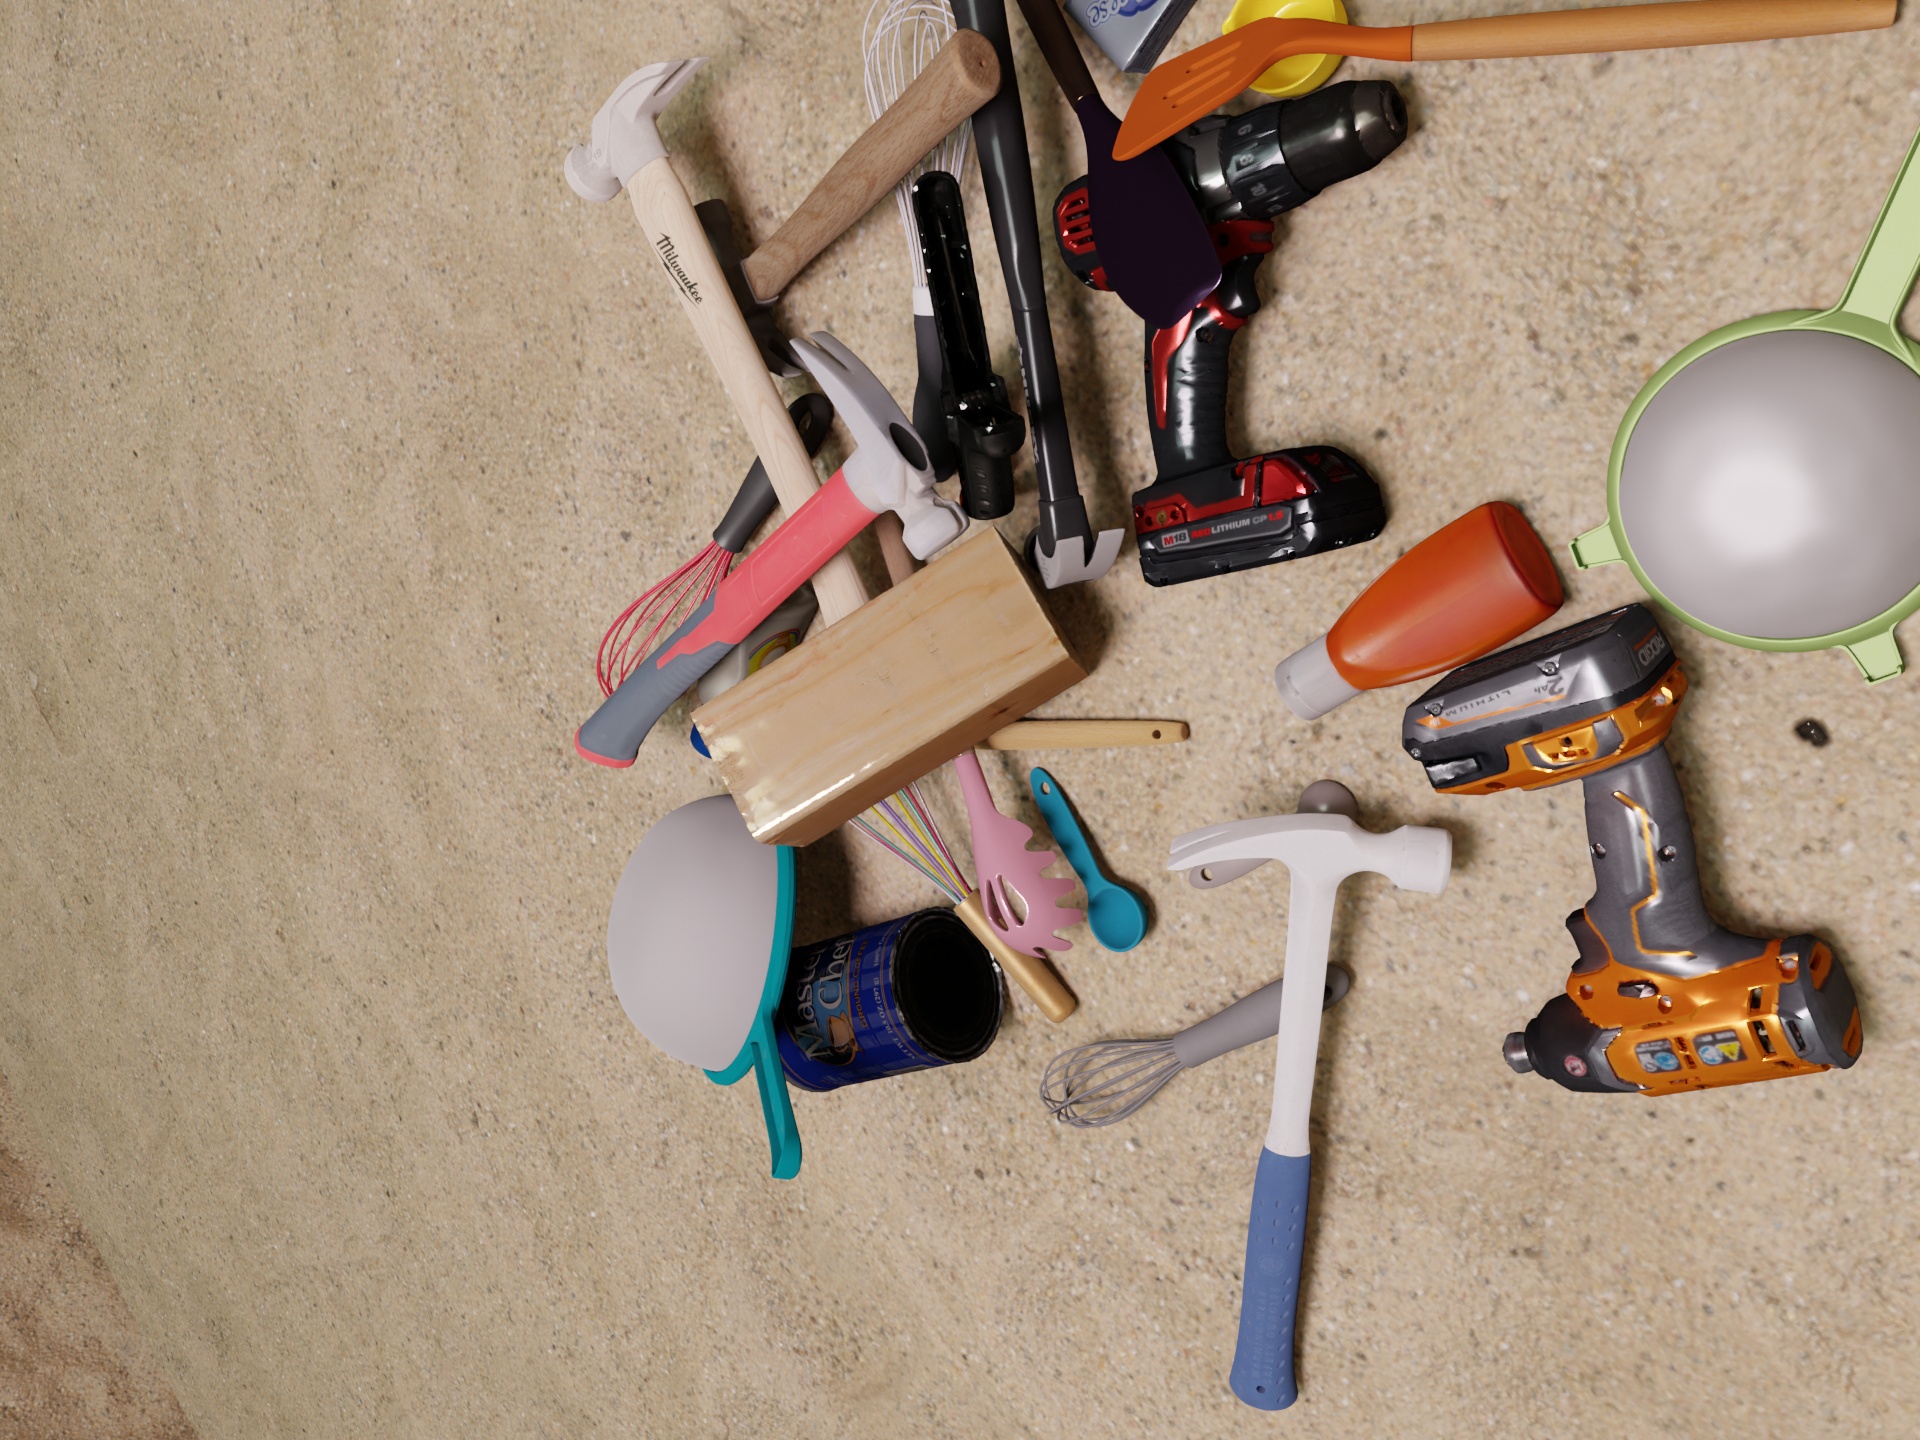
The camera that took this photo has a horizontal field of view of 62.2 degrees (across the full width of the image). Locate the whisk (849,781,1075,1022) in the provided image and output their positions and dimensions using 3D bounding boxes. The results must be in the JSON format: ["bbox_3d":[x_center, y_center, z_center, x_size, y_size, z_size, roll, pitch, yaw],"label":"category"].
[{"bbox_3d":[-0.011,0.098,1.025,0.245,0.051,0.047,49,125,1],"label":"whisk"}]

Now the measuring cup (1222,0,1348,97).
[{"bbox_3d":[0.170,-0.379,0.761,0.062,0.029,0.156,20,105,32],"label":"measuring cup"}]

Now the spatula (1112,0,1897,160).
[{"bbox_3d":[0.224,-0.291,0.698,0.323,0.081,0.041,5,142,21],"label":"spatula"}]

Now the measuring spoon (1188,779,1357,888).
[{"bbox_3d":[0.172,0.071,0.906,0.124,0.018,0.034,-36,81,41],"label":"measuring spoon"}]

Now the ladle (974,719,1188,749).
[{"bbox_3d":[0.004,0.009,1.015,0.315,0.031,0.069,-1,101,37],"label":"ladle"}]

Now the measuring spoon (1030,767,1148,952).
[{"bbox_3d":[0.081,0.083,0.989,0.042,0.021,0.129,-43,68,40],"label":"measuring spoon"}]

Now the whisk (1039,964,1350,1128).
[{"bbox_3d":[0.136,0.196,0.962,0.239,0.055,0.055,-34,82,36],"label":"whisk"}]

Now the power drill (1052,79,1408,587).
[{"bbox_3d":[0.150,-0.193,0.801,0.188,0.080,0.226,-9,95,40],"label":"power drill"}]

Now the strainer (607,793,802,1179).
[{"bbox_3d":[-0.175,0.173,1.048,0.341,0.095,0.211,-118,44,-57],"label":"strainer"}]

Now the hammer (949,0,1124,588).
[{"bbox_3d":[0.035,-0.235,0.844,0.035,0.146,0.334,-11,100,-4],"label":"hammer"}]

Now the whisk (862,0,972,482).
[{"bbox_3d":[-0.018,-0.278,0.923,0.070,0.070,0.284,15,119,34],"label":"whisk"}]

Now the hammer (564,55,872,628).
[{"bbox_3d":[-0.119,-0.195,0.984,0.146,0.038,0.410,-18,99,53],"label":"hammer"}]

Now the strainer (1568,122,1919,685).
[{"bbox_3d":[0.357,-0.142,0.654,0.152,0.069,0.256,29,122,28],"label":"strainer"}]

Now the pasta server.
[{"bbox_3d":[-0.002,-0.003,0.989,0.060,0.040,0.316,-26,77,35],"label":"pasta server"}]

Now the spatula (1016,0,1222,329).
[{"bbox_3d":[0.054,-0.332,0.814,0.059,0.018,0.316,-38,64,39],"label":"spatula"}]

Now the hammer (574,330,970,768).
[{"bbox_3d":[-0.155,-0.081,1.011,0.386,0.038,0.143,-36,88,41],"label":"hammer"}]

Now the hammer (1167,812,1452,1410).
[{"bbox_3d":[0.182,0.234,0.911,0.144,0.035,0.405,6,116,13],"label":"hammer"}]

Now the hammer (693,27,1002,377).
[{"bbox_3d":[-0.070,-0.293,0.909,0.331,0.031,0.130,-15,98,59],"label":"hammer"}]

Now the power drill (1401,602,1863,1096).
[{"bbox_3d":[0.303,0.075,0.765,0.164,0.084,0.226,-25,92,42],"label":"power drill"}]

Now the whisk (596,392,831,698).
[{"bbox_3d":[-0.169,-0.109,1.098,0.073,0.073,0.295,49,122,16],"label":"whisk"}]
